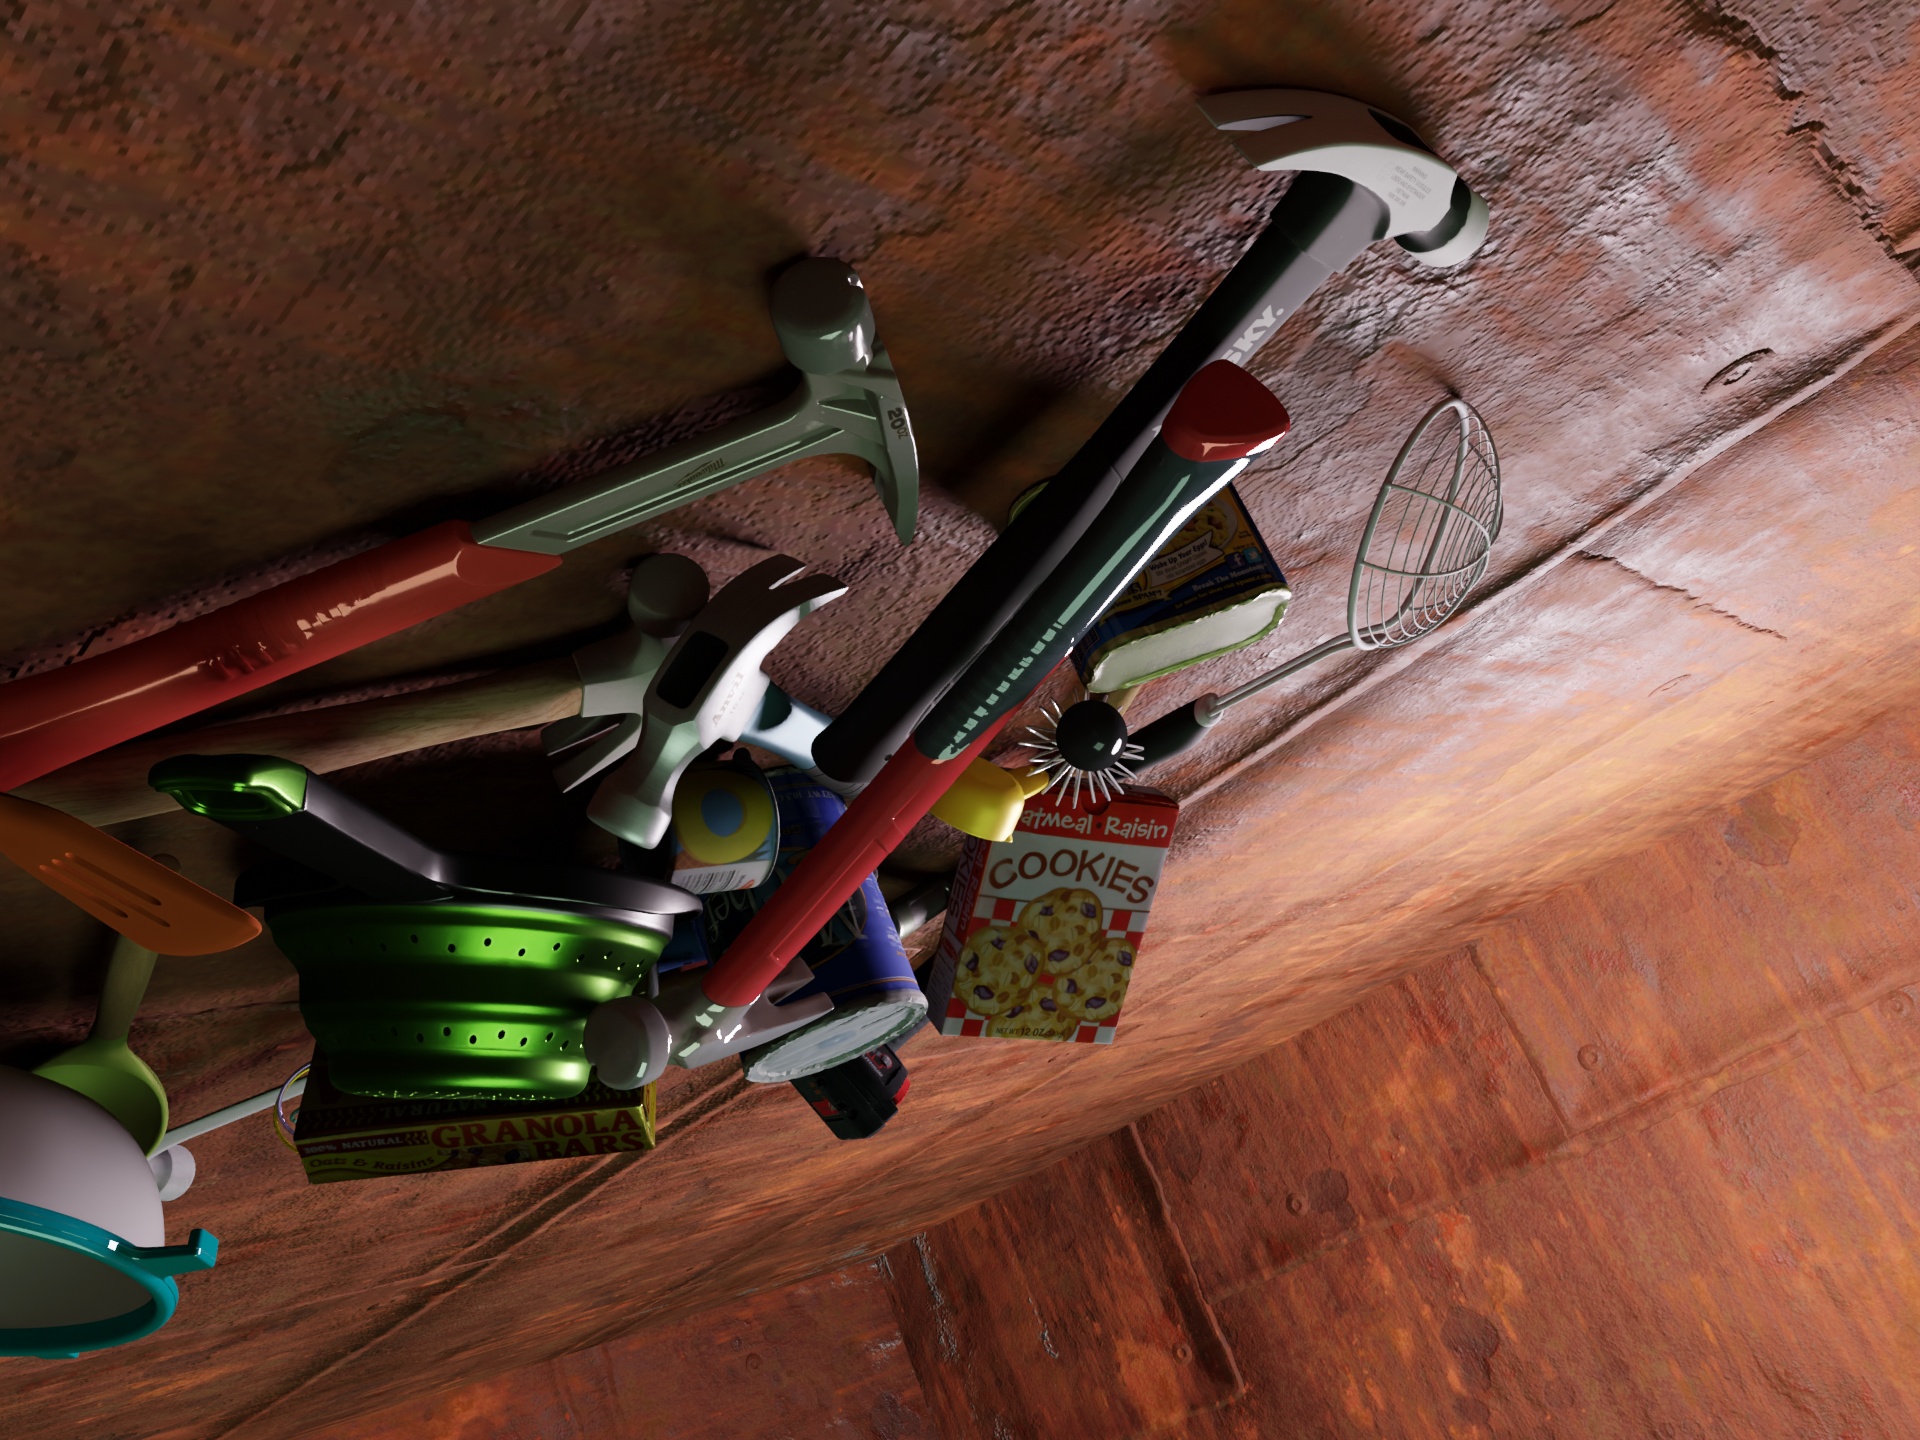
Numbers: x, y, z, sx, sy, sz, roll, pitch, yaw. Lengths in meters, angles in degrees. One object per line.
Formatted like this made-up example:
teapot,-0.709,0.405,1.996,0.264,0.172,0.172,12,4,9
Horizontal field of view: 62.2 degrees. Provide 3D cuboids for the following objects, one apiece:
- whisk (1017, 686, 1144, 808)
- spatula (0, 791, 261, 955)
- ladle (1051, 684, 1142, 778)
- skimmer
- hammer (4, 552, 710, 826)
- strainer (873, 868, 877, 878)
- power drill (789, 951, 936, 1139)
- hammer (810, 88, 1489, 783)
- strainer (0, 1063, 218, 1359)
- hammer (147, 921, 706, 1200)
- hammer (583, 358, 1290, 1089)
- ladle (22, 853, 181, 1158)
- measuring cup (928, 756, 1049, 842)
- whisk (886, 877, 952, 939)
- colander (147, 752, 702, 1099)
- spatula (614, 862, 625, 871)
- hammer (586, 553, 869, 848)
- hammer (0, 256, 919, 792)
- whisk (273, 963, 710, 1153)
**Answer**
whisk,0.059,0.011,0.770,0.070,0.070,0.284,-24,176,2
spatula,-0.365,0.025,0.446,0.081,0.041,0.322,-17,156,42
ladle,0.093,-0.013,0.918,0.069,0.031,0.315,-11,158,-19
skimmer,0.158,-0.049,0.882,0.127,0.090,0.363,-44,-174,-36
hammer,-0.260,0.012,0.608,0.331,0.031,0.130,-14,156,-22
strainer,-0.087,0.157,1.116,0.087,0.050,0.258,-37,162,-33
power drill,-0.011,0.179,1.085,0.227,0.080,0.188,-40,178,-21
hammer,0.046,-0.090,0.607,0.146,0.035,0.334,4,136,-51
strainer,-0.494,0.177,0.663,0.340,0.095,0.211,28,134,-31
hammer,-0.334,0.191,0.910,0.405,0.035,0.144,-22,158,5
hammer,-0.003,0.015,0.645,0.386,0.038,0.143,-48,159,26
ladle,-0.383,0.141,0.718,0.078,0.062,0.320,16,144,-26
measuring cup,0.024,0.031,0.881,0.029,0.062,0.156,-65,164,17
whisk,-0.051,0.134,1.019,0.059,0.058,0.246,-12,-178,19
colander,-0.222,0.100,0.640,0.204,0.094,0.397,1,164,0
spatula,-0.255,0.147,0.947,0.059,0.018,0.316,-2,151,-45
hammer,-0.067,0.013,0.745,0.128,0.033,0.330,-62,164,-3
hammer,-0.187,-0.043,0.547,0.359,0.037,0.149,-23,159,-4
whisk,-0.245,0.181,0.864,0.245,0.047,0.051,-16,146,-13
